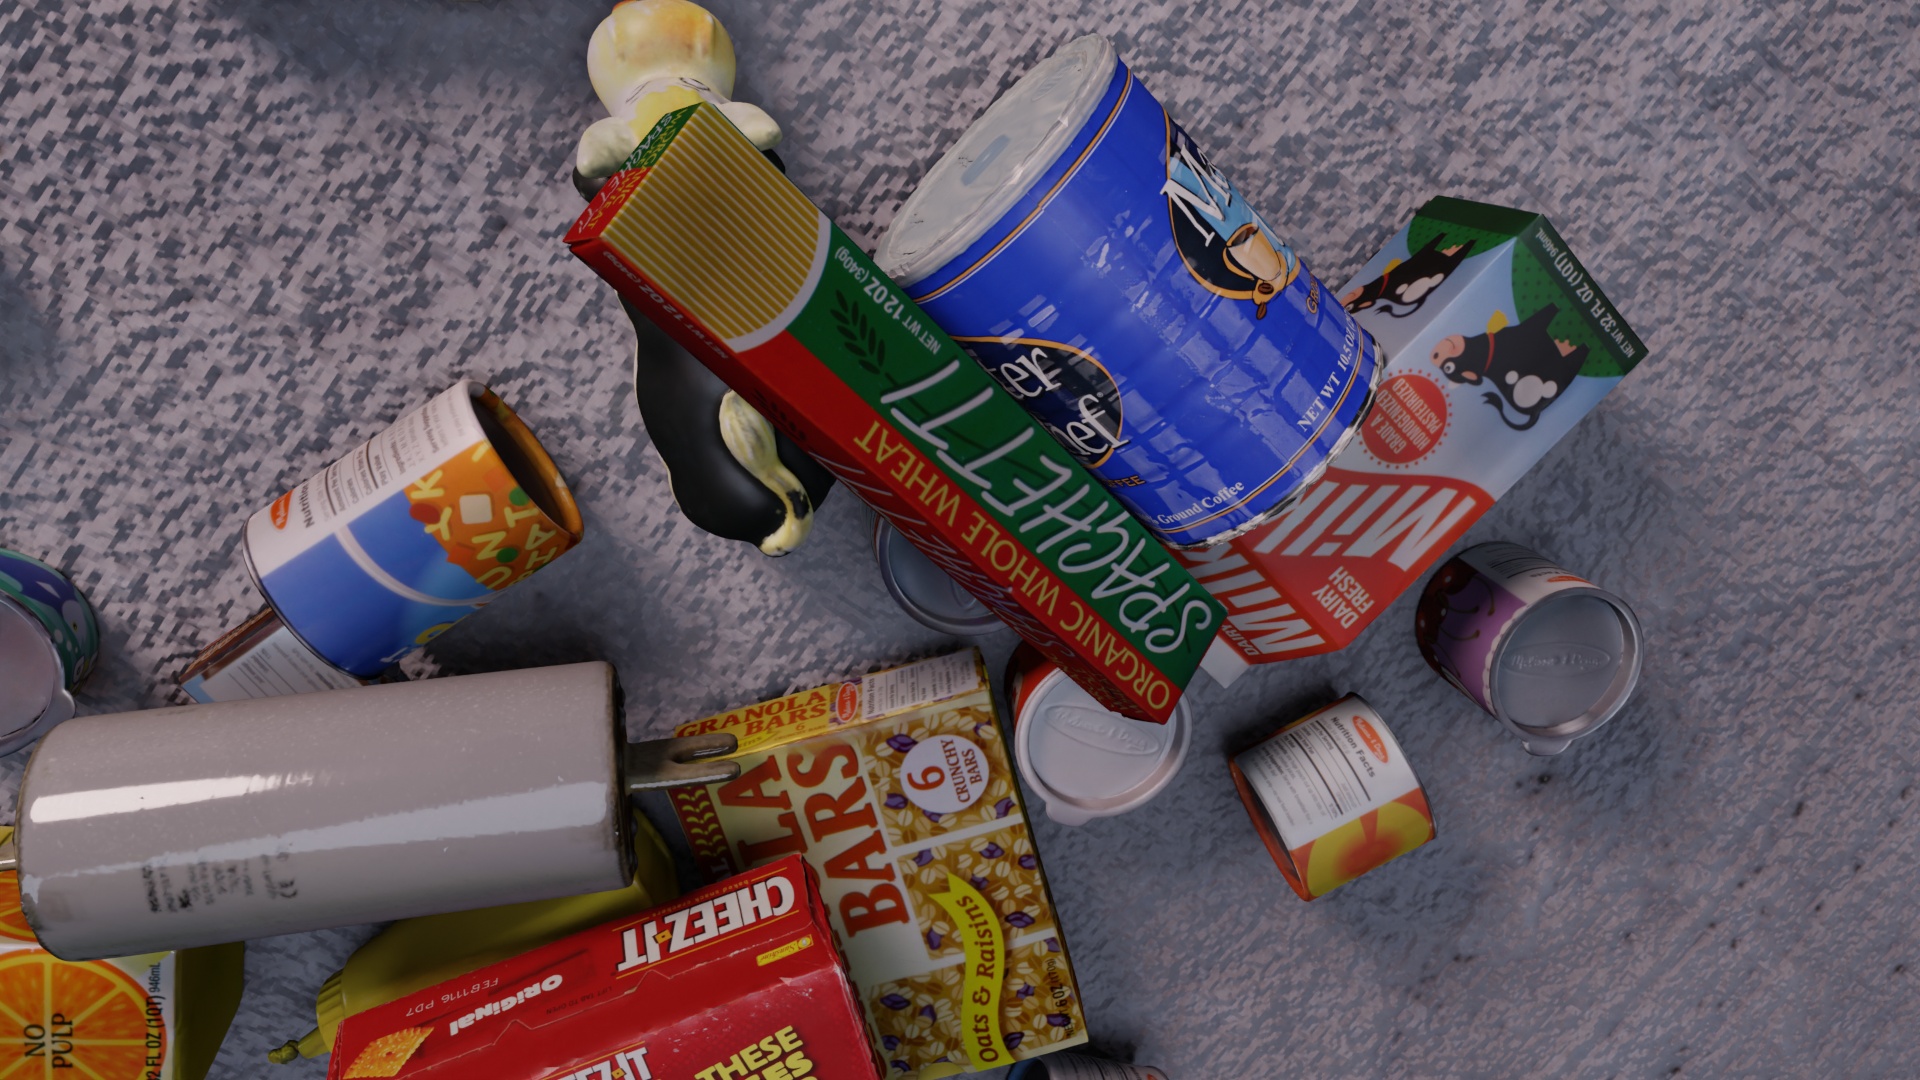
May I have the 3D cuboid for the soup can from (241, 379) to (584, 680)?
[{"bbox_3d":[-0.176,-0.002,0.459,0.084,0.071,0.071,-33,111,0],"label":"soup can"}]

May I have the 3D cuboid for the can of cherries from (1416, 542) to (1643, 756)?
[{"bbox_3d":[0.227,0.042,0.561,0.071,0.058,0.071,-4,109,-11],"label":"can of cherries"}]

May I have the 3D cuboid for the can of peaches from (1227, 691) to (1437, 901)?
[{"bbox_3d":[0.149,0.105,0.562,0.058,0.071,0.071,-26,111,-2],"label":"can of peaches"}]

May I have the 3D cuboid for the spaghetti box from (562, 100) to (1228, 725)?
[{"bbox_3d":[-0.005,-0.026,0.425,0.249,0.028,0.050,41,73,-30],"label":"spaghetti box"}]

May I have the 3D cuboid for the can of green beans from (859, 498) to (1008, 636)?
[{"bbox_3d":[0.000,-0.007,0.498,0.071,0.058,0.071,-3,108,-10],"label":"can of green beans"}]

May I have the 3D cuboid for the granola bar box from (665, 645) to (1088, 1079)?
[{"bbox_3d":[-0.029,0.136,0.540,0.124,0.039,0.165,-15,110,2],"label":"granola bar box"}]

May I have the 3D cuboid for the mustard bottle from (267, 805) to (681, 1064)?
[{"bbox_3d":[-0.182,0.156,0.512,0.160,0.065,0.048,-27,117,3],"label":"mustard bottle"}]

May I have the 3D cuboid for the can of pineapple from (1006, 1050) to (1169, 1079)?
[{"bbox_3d":[0.052,0.255,0.589,0.058,0.071,0.070,16,104,-16],"label":"can of pineapple"}]

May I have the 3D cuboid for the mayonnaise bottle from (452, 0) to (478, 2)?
[{"bbox_3d":[-0.162,-0.192,0.413,0.148,0.041,0.064,3,105,-12],"label":"mayonnaise bottle"}]

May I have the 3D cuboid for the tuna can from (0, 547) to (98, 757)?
[{"bbox_3d":[-0.324,0.038,0.459,0.071,0.033,0.070,-4,108,-10],"label":"tuna can"}]

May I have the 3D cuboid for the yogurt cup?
[{"bbox_3d":[0.049,0.064,0.533,0.072,0.054,0.072,-4,108,-11],"label":"yogurt cup"}]

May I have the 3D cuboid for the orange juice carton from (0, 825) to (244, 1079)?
[{"bbox_3d":[-0.354,0.143,0.465,0.193,0.073,0.071,6,107,-13],"label":"orange juice carton"}]

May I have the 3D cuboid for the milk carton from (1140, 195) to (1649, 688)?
[{"bbox_3d":[0.144,-0.031,0.511,0.072,0.073,0.190,42,96,-21],"label":"milk carton"}]

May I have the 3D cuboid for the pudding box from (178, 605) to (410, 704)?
[{"bbox_3d":[-0.222,0.061,0.489,0.049,0.030,0.083,-36,111,0],"label":"pudding box"}]
